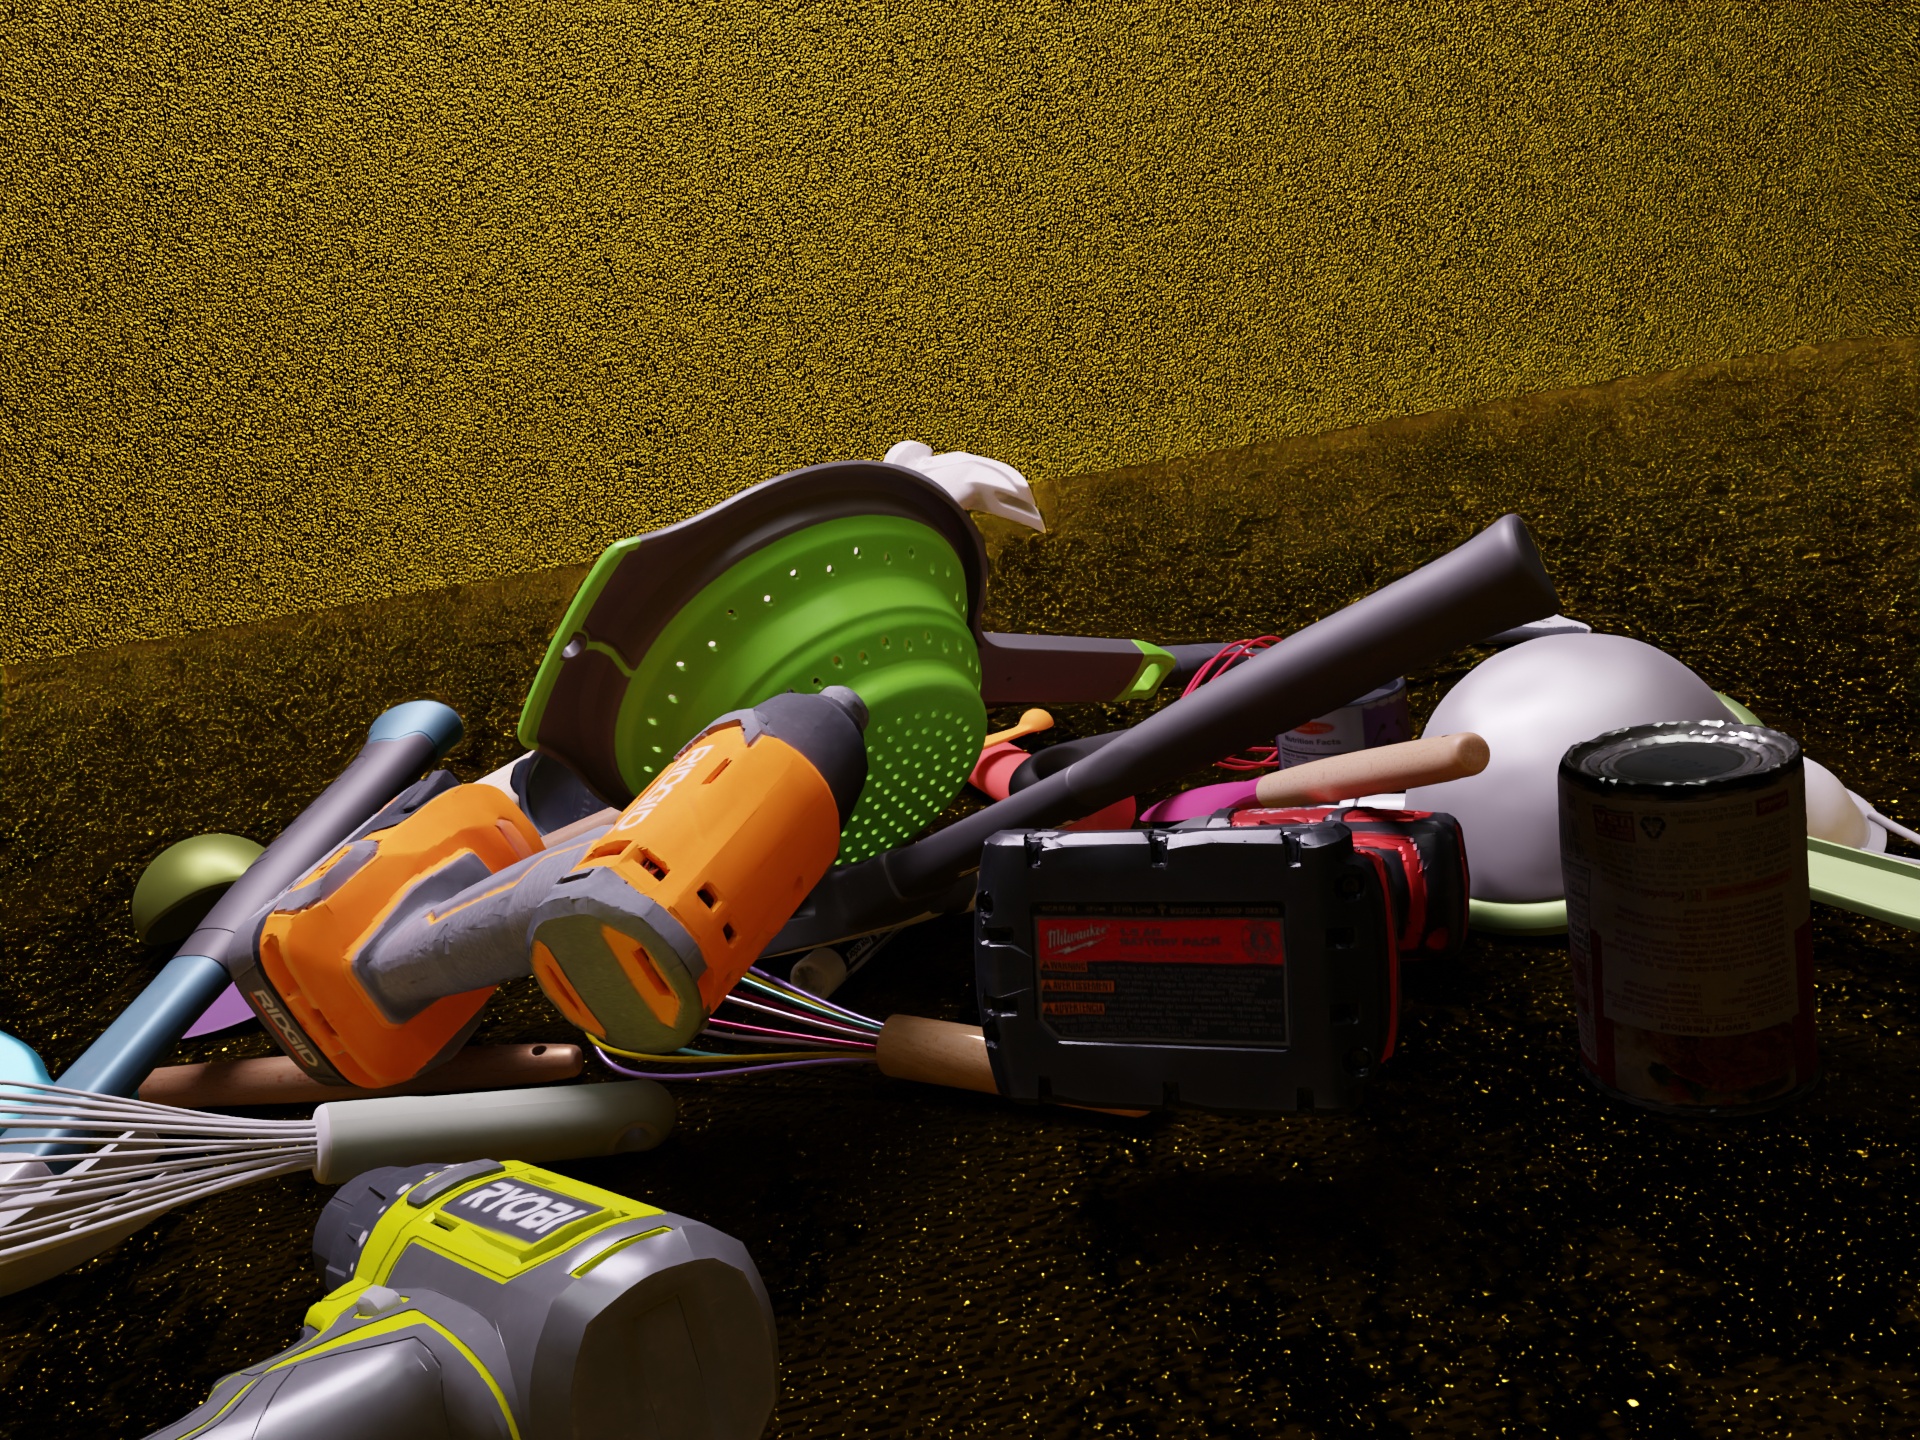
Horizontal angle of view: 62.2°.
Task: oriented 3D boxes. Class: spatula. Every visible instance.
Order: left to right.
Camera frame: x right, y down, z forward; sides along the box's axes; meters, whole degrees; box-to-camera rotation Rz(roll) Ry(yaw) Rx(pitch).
[{"bbox_3d":[-0.305,0.139,0.633,0.317,0.044,0.082,-6,33,9],"label":"spatula"},{"bbox_3d":[-0.230,0.079,0.760,0.316,0.018,0.060,-24,27,-6],"label":"spatula"}]

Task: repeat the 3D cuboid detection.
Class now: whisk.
[{"bbox_3d":[-0.206,0.131,0.492,0.246,0.057,0.059,2,40,-30],"label":"whisk"},{"bbox_3d":[-0.042,0.111,0.575,0.245,0.051,0.047,2,12,30],"label":"whisk"},{"bbox_3d":[0.111,0.006,0.796,0.073,0.073,0.296,1,11,36],"label":"whisk"}]

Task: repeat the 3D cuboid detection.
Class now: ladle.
[{"bbox_3d":[-0.298,0.102,0.811,0.320,0.062,0.078,5,13,25],"label":"ladle"}]

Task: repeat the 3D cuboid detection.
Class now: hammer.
[{"bbox_3d":[-0.300,0.092,0.642,0.128,0.033,0.331,-4,32,20],"label":"hammer"},{"bbox_3d":[-0.138,-0.032,0.901,0.410,0.038,0.146,-37,33,-18],"label":"hammer"},{"bbox_3d":[0.000,0.022,0.925,0.149,0.036,0.359,-13,13,-15],"label":"hammer"},{"bbox_3d":[0.055,0.016,0.556,0.146,0.035,0.335,-6,-18,-45],"label":"hammer"},{"bbox_3d":[0.185,-0.036,0.964,0.409,0.036,0.149,-6,14,-12],"label":"hammer"}]

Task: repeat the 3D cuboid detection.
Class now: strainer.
[{"bbox_3d":[0.265,0.039,0.673,0.258,0.050,0.087,-3,29,38],"label":"strainer"},{"bbox_3d":[0.256,0.020,0.583,0.151,0.069,0.256,-37,22,-13],"label":"strainer"}]

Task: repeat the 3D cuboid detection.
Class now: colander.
[{"bbox_3d":[-0.001,-0.002,0.740,0.397,0.204,0.095,0,42,-47],"label":"colander"}]

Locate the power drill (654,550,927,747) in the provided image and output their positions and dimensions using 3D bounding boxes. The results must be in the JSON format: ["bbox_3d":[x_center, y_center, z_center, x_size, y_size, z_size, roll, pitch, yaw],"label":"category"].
[{"bbox_3d":[-0.105,-0.010,0.950,0.171,0.080,0.223,1,37,43],"label":"power drill"}]

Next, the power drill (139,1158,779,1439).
[{"bbox_3d":[-0.179,0.166,0.361,0.228,0.080,0.190,-17,7,-40],"label":"power drill"}]

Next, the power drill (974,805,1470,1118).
[{"bbox_3d":[0.089,0.066,0.536,0.143,0.078,0.219,-3,1,22],"label":"power drill"}]

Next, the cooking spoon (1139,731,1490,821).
[{"bbox_3d":[0.139,0.027,0.660,0.068,0.017,0.319,-7,-5,-10],"label":"cooking spoon"}]

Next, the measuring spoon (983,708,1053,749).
[{"bbox_3d":[0.001,0.012,0.859,0.117,0.011,0.021,-17,14,-30],"label":"measuring spoon"}]

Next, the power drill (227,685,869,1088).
[{"bbox_3d":[-0.138,0.054,0.574,0.226,0.084,0.164,-15,23,35],"label":"power drill"}]
